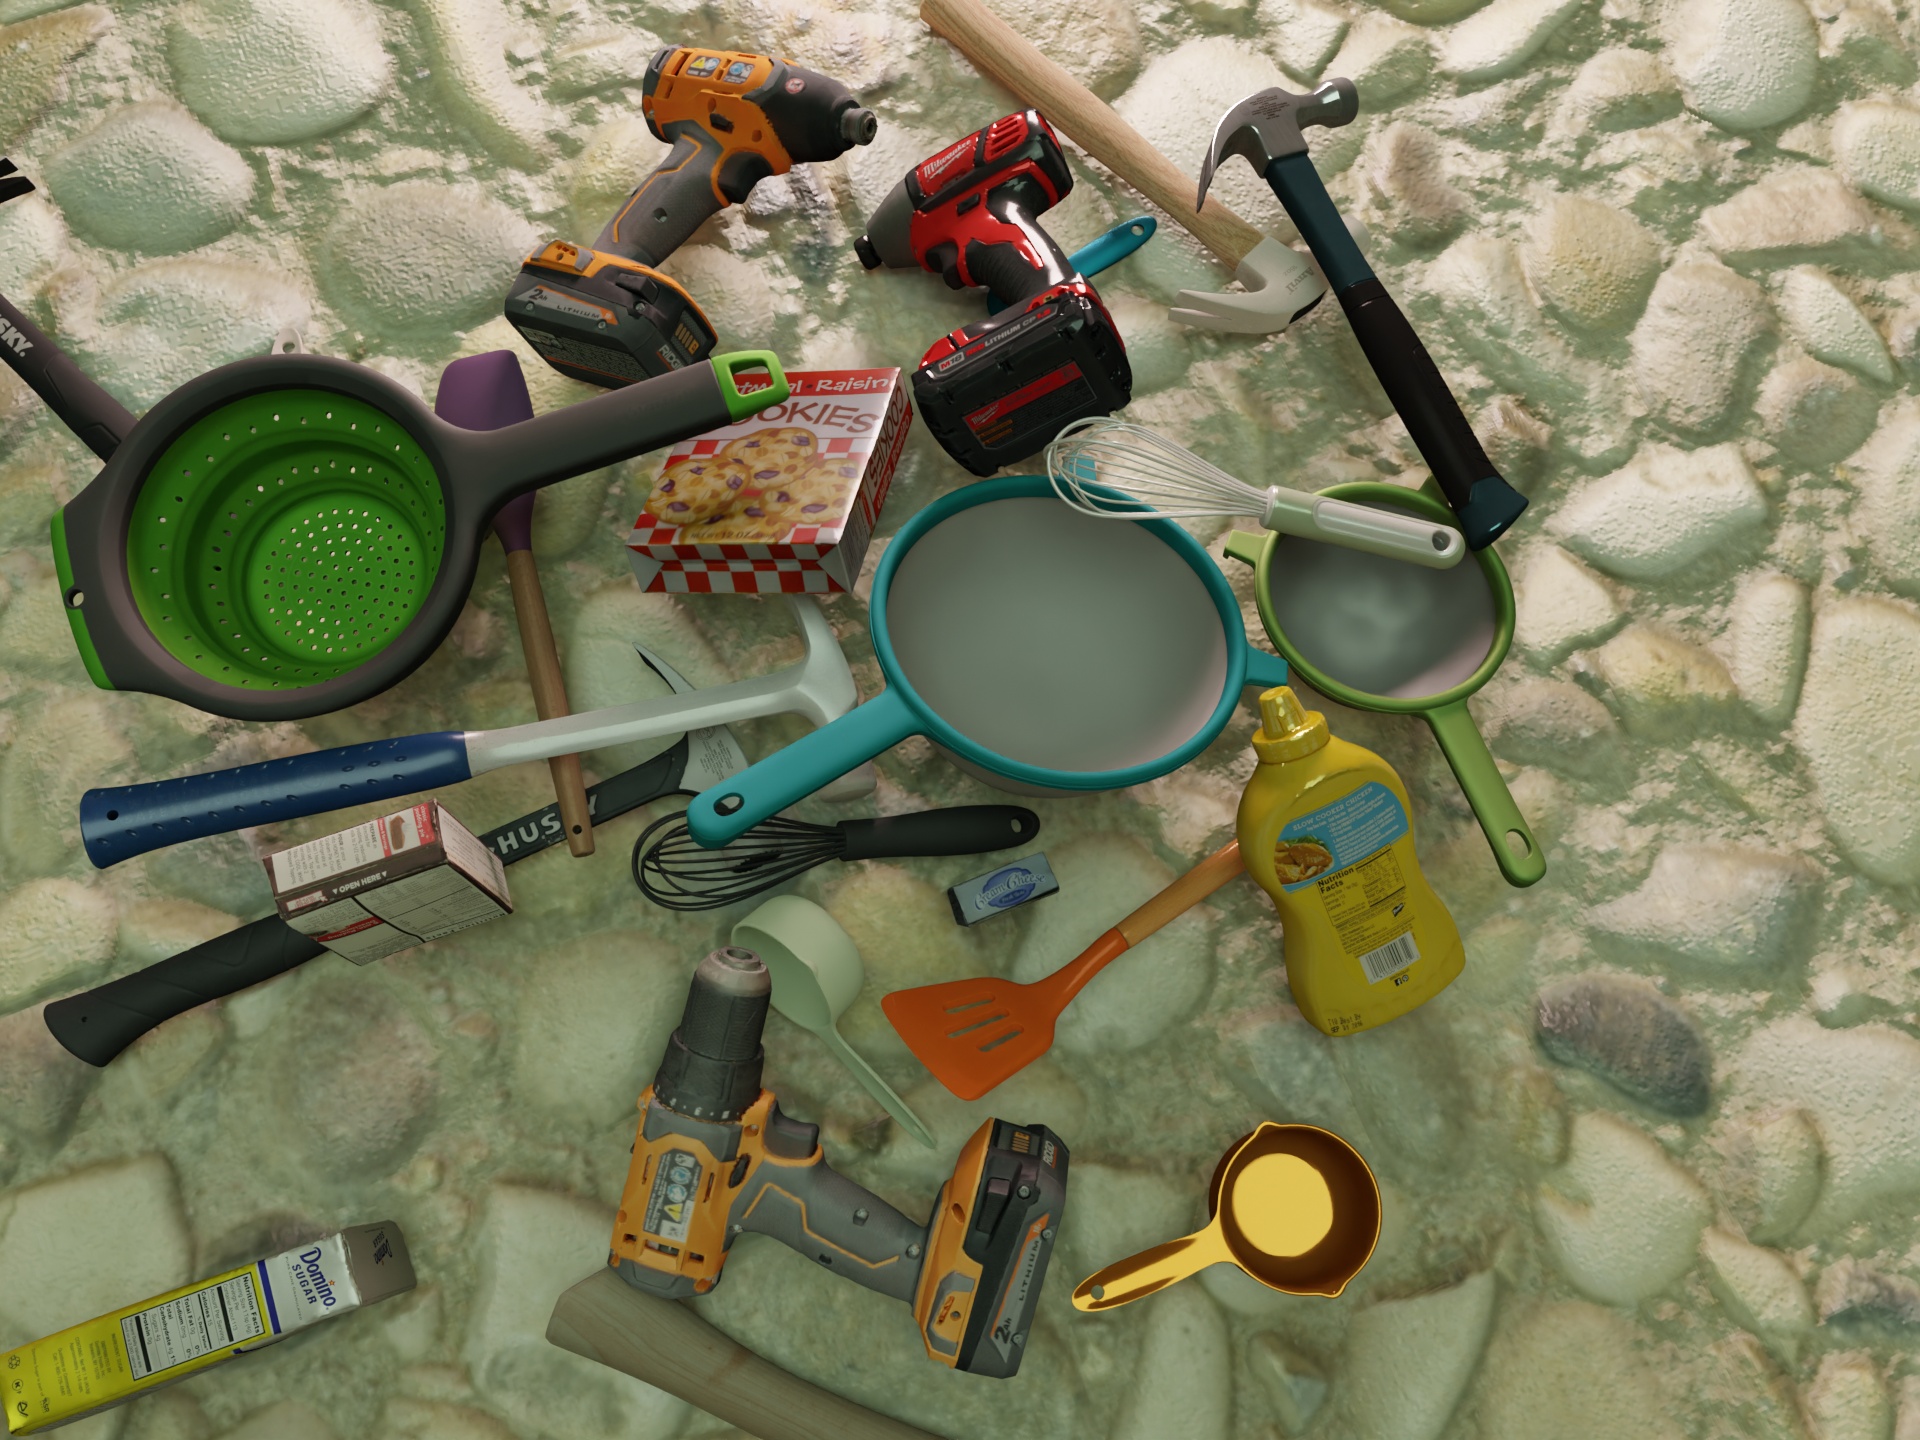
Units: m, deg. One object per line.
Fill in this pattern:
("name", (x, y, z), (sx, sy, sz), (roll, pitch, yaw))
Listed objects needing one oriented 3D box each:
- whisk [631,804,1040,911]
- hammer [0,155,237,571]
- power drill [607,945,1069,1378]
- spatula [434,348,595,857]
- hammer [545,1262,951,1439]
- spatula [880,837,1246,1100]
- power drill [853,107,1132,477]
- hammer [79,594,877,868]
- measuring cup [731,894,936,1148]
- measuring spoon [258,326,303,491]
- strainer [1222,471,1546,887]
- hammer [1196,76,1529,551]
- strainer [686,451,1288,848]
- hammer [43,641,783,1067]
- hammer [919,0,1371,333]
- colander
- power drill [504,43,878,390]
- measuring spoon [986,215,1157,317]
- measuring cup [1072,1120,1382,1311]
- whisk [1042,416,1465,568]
("whisk", (-0.064, 0.070, 0.884), (0.239, 0.055, 0.055), (-4, 75, -22))
("hammer", (-0.543, -0.207, 0.973), (0.335, 0.035, 0.146), (41, 79, 8))
("power drill", (-0.059, 0.228, 0.828), (0.226, 0.084, 0.185), (15, 100, 4))
("spatula", (-0.253, -0.072, 0.920), (0.060, 0.018, 0.316), (-15, 76, -5))
("hammer", (-0.028, 0.398, 0.832), (0.410, 0.038, 0.146), (21, 78, 4))
("spatula", (0.108, 0.104, 0.886), (0.322, 0.041, 0.081), (-32, 51, -18))
("power drill", (0.013, -0.260, 0.949), (0.143, 0.078, 0.220), (-24, 54, 16))
("hammer", (-0.257, 0.011, 0.866), (0.405, 0.035, 0.144), (-11, 77, -11))
("measuring cup", (-0.059, 0.165, 0.883), (0.167, 0.083, 0.038), (50, 58, -7))
("measuring spoon", (-0.416, -0.188, 0.984), (0.034, 0.018, 0.124), (-5, 69, -2))
("strainer", (0.260, -0.015, 0.916), (0.151, 0.069, 0.257), (-18, 69, -12))
("hammer", (0.248, -0.248, 0.958), (0.128, 0.033, 0.331), (-18, 71, -15))
("strainer", (-0.001, -0.003, 0.878), (0.340, 0.095, 0.211), (-30, 67, -24))
("hammer", (-0.315, 0.090, 0.904), (0.409, 0.036, 0.149), (-23, 76, -7))
("hammer", (0.100, -0.369, 1.027), (0.331, 0.031, 0.130), (43, 70, 11))
("colander", (-0.284, -0.118, 0.891), (0.397, 0.094, 0.204), (-20, 79, -5))
("power drill", (-0.157, -0.307, 0.964), (0.164, 0.084, 0.226), (20, 74, 28))
("measuring spoon", (0.074, -0.293, 1.015), (0.128, 0.021, 0.042), (-33, 79, -9))
("measuring cup", (0.139, 0.278, 0.859), (0.173, 0.052, 0.095), (-21, 77, -5))
("whisk", (0.166, -0.123, 0.896), (0.246, 0.059, 0.058), (13, 77, -3))
